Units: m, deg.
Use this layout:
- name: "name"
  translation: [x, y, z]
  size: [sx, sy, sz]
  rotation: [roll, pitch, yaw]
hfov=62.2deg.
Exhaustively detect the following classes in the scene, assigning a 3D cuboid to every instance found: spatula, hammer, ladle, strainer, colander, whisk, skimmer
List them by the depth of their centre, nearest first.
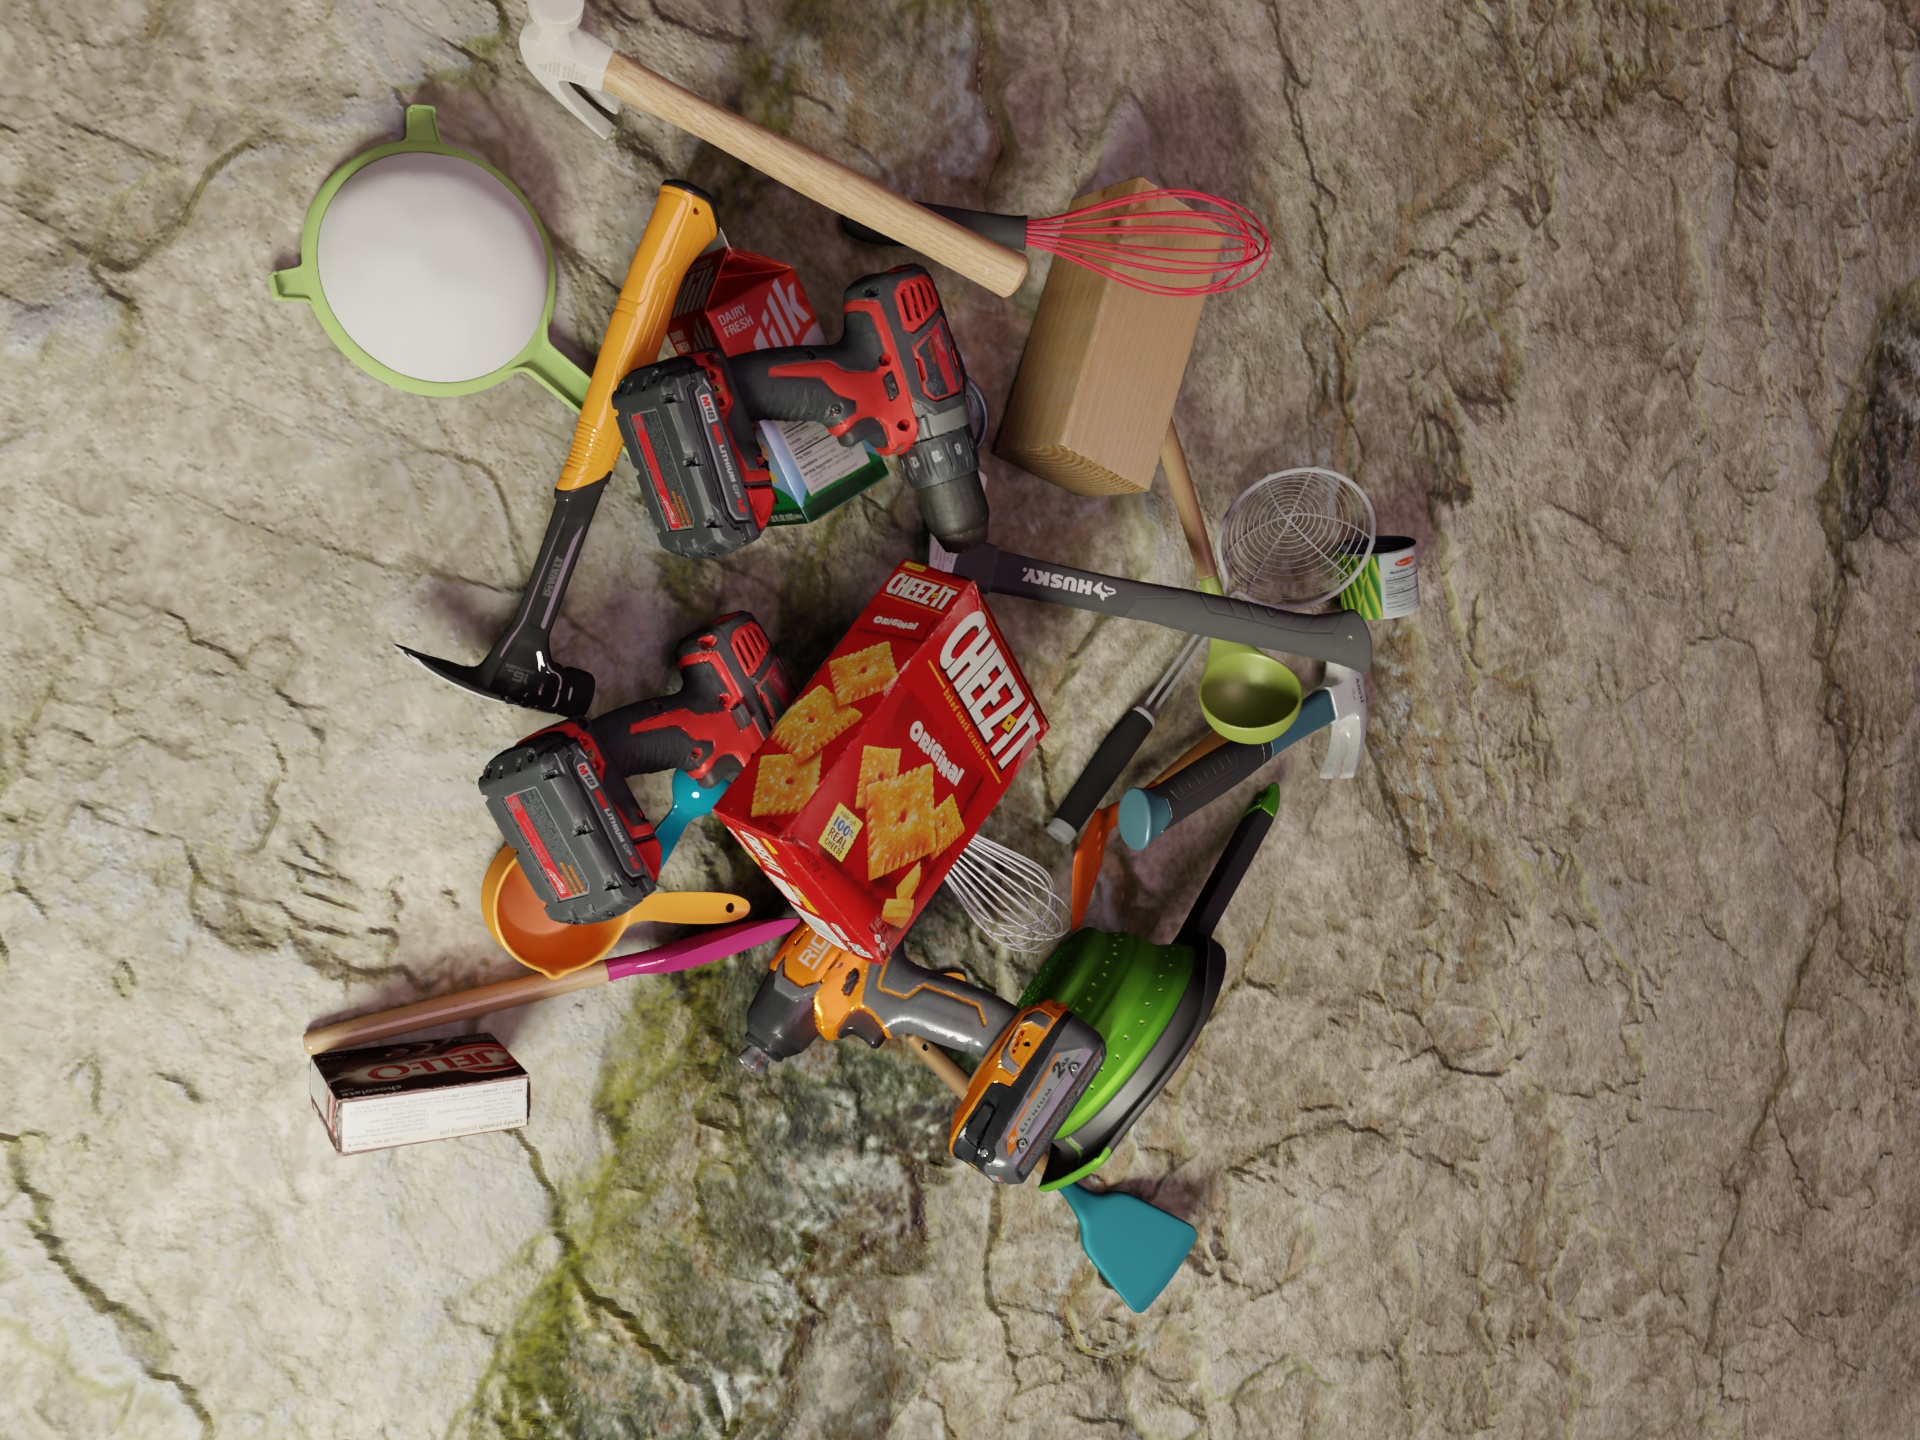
- name: "strainer"
  translation: [-0.268, -0.240, 0.962]
  size: [0.256, 0.069, 0.151]
  rotation: [40, 74, -26]
- name: "hammer"
  translation: [-0.229, -0.170, 0.970]
  size: [0.127, 0.034, 0.337]
  rotation: [19, 94, -46]
- name: "hammer"
  translation: [-0.110, -0.346, 0.983]
  size: [0.331, 0.130, 0.031]
  rotation: [23, 83, -15]
- name: "whisk"
  translation: [0.064, -0.335, 1.094]
  size: [0.296, 0.073, 0.073]
  rotation: [5, 92, 3]
- name: "whisk"
  translation: [-0.025, 0.078, 1.153]
  size: [0.284, 0.070, 0.070]
  rotation: [41, 73, -22]
- name: "hammer"
  translation: [0.137, -0.080, 1.157]
  size: [0.334, 0.035, 0.146]
  rotation: [11, 83, -4]
- name: "ladle"
  translation: [0.185, -0.136, 1.211]
  size: [0.078, 0.062, 0.320]
  rotation: [-15, 85, -6]
- name: "colander"
  translation: [0.137, 0.168, 1.224]
  size: [0.094, 0.204, 0.397]
  rotation: [38, 55, -2]
- name: "spatula"
  translation: [0.064, 0.339, 1.234]
  size: [0.082, 0.044, 0.317]
  rotation: [-49, 115, -15]
- name: "skimmer"
  translation: [0.195, -0.047, 1.252]
  size: [0.127, 0.090, 0.363]
  rotation: [46, 71, -26]
- name: "spatula"
  translation: [0.177, 0.048, 1.256]
  size: [0.322, 0.041, 0.081]
  rotation: [-34, 138, -34]
- name: "hammer"
  translation: [0.232, 0.023, 1.266]
  size: [0.331, 0.033, 0.128]
  rotation: [-26, 104, -43]

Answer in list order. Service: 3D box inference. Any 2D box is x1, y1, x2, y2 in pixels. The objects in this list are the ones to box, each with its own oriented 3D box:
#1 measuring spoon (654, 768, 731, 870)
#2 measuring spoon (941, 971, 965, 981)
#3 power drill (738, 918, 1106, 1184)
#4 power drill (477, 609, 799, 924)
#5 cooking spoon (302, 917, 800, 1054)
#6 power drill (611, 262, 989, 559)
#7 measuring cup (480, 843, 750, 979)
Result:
- name: "measuring spoon"
  translation: [-0.194, 0.080, 1.064]
  size: [0.042, 0.021, 0.129]
  rotation: [40, 73, -28]
- name: "measuring spoon"
  translation: [-0.046, 0.206, 1.176]
  size: [0.117, 0.011, 0.021]
  rotation: [-12, 101, -34]
- name: "power drill"
  translation: [-0.034, 0.216, 1.080]
  size: [0.164, 0.227, 0.084]
  rotation: [-53, 160, -15]
- name: "power drill"
  translation: [-0.179, 0.032, 1.004]
  size: [0.220, 0.078, 0.143]
  rotation: [-37, 105, -47]
- name: "cooking spoon"
  translation: [-0.254, 0.167, 1.025]
  size: [0.318, 0.068, 0.017]
  rotation: [-11, 72, -26]
- name: "power drill"
  translation: [-0.083, -0.169, 0.996]
  size: [0.226, 0.080, 0.187]
  rotation: [-27, 108, -32]
- name: "measuring cup"
  translation: [-0.224, 0.116, 1.033]
  size: [0.173, 0.052, 0.095]
  rotation: [6, 91, -34]
